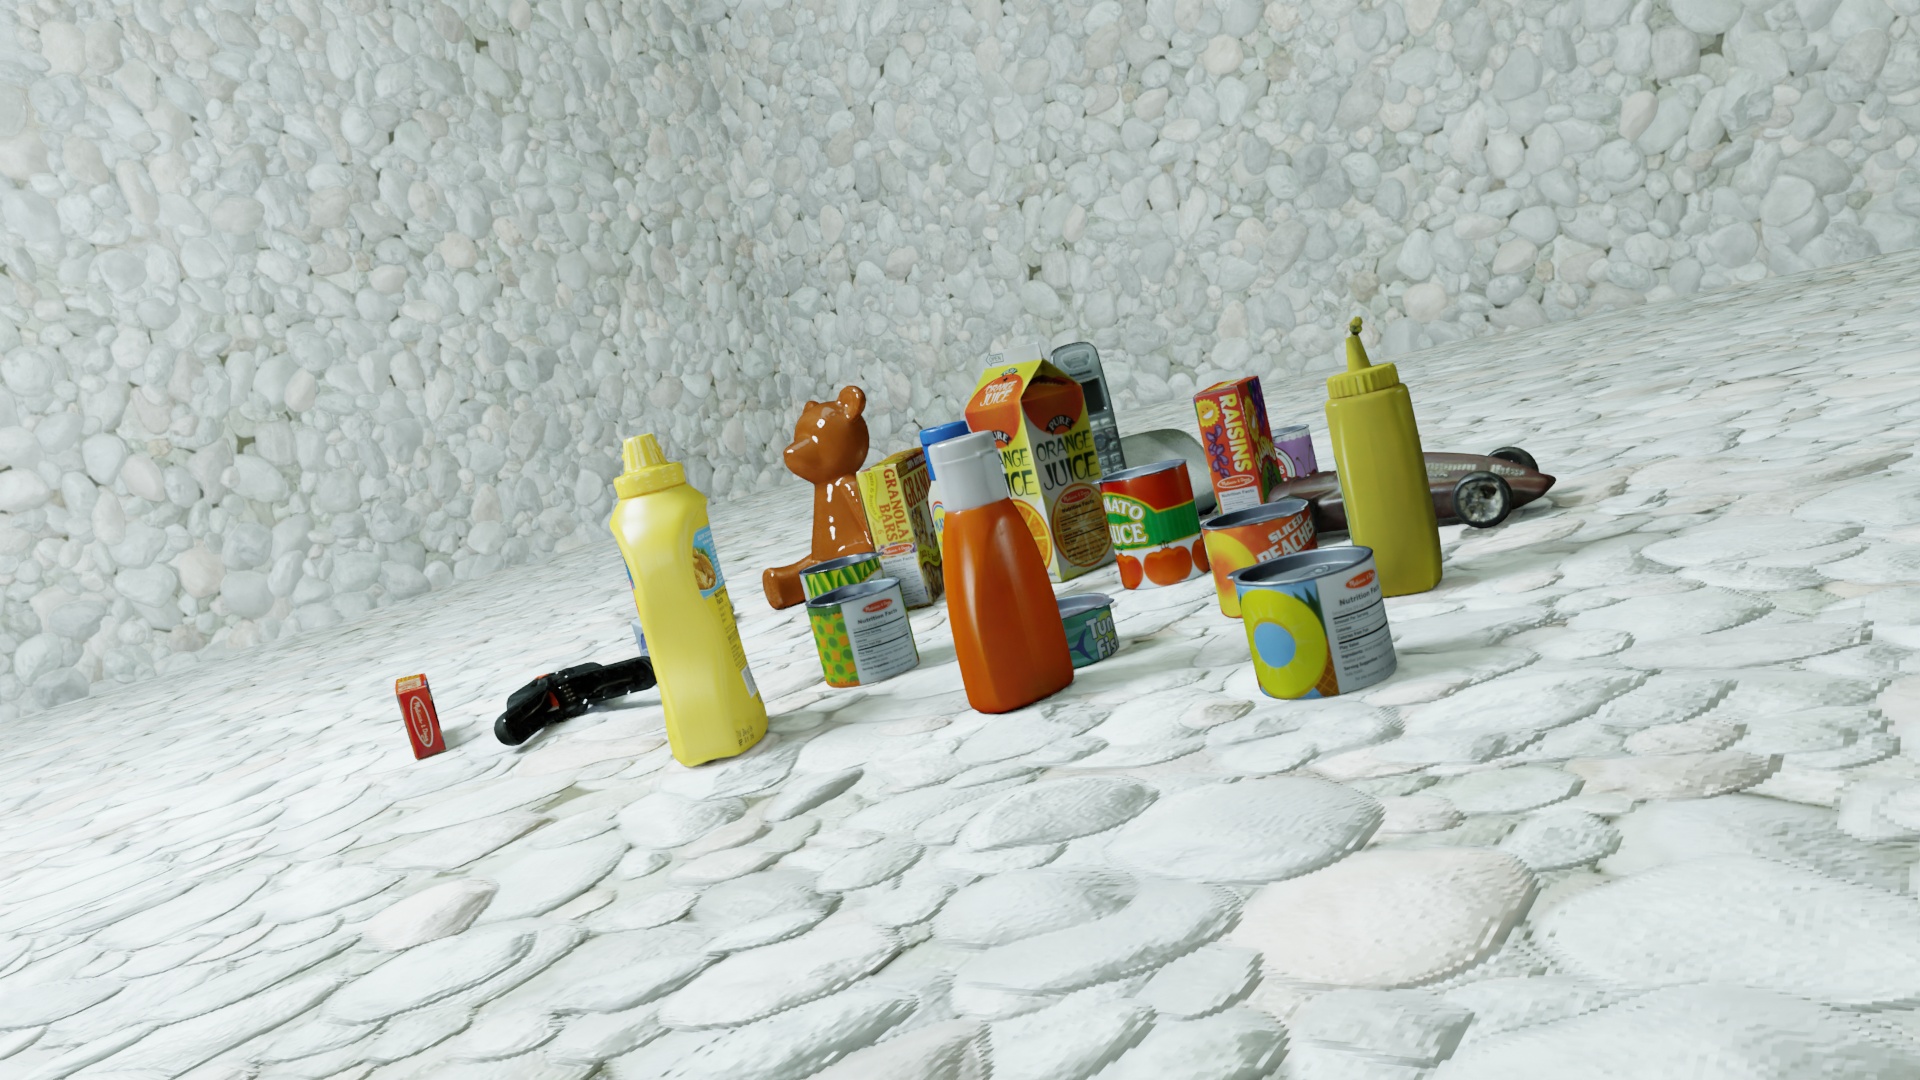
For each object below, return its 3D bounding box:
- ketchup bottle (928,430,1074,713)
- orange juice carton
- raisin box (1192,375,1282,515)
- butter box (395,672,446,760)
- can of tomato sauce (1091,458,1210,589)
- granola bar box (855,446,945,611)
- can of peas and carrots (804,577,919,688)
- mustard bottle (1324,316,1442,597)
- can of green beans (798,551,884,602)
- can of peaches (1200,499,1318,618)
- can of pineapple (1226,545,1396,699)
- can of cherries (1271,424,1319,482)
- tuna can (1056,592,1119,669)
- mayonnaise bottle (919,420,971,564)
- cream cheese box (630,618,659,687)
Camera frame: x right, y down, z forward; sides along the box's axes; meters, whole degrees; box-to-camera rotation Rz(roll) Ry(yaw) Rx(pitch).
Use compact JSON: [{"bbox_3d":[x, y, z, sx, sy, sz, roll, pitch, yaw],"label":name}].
[{"bbox_3d":[0.018,0.016,0.760,0.065,0.148,0.043,-19,8,-38],"label":"ketchup bottle"},{"bbox_3d":[0.063,-0.065,1.146,0.073,0.192,0.071,-19,8,-38],"label":"orange juice carton"},{"bbox_3d":[0.228,-0.067,1.122,0.040,0.123,0.086,-11,7,26],"label":"raisin box"},{"bbox_3d":[-0.418,0.134,1.074,0.024,0.053,0.103,-16,7,-21],"label":"butter box"},{"bbox_3d":[0.140,-0.011,1.016,0.071,0.083,0.071,-14,6,2],"label":"can of tomato sauce"},{"bbox_3d":[-0.044,-0.014,1.230,0.039,0.124,0.166,-13,7,10],"label":"granola bar box"},{"bbox_3d":[-0.067,0.062,0.936,0.071,0.058,0.071,-14,6,2],"label":"can of peas and carrots"},{"bbox_3d":[0.240,-0.050,0.800,0.049,0.160,0.065,-11,7,21],"label":"mustard bottle"},{"bbox_3d":[-0.092,0.045,1.126,0.071,0.057,0.071,-14,7,2],"label":"can of green beans"},{"bbox_3d":[0.186,0.011,0.845,0.071,0.058,0.071,-14,7,2],"label":"can of peaches"},{"bbox_3d":[0.167,0.038,0.660,0.071,0.057,0.071,-14,7,2],"label":"can of pineapple"},{"bbox_3d":[0.299,-0.073,1.305,0.071,0.058,0.071,-14,7,2],"label":"can of cherries"},{"bbox_3d":[0.063,0.056,0.834,0.071,0.032,0.071,-14,7,2],"label":"tuna can"},{"bbox_3d":[0.004,-0.013,1.026,0.041,0.148,0.064,-17,7,-26],"label":"mayonnaise bottle"},{"bbox_3d":[-0.227,0.087,1.073,0.024,0.053,0.103,-17,7,-23],"label":"cream cheese box"}]
